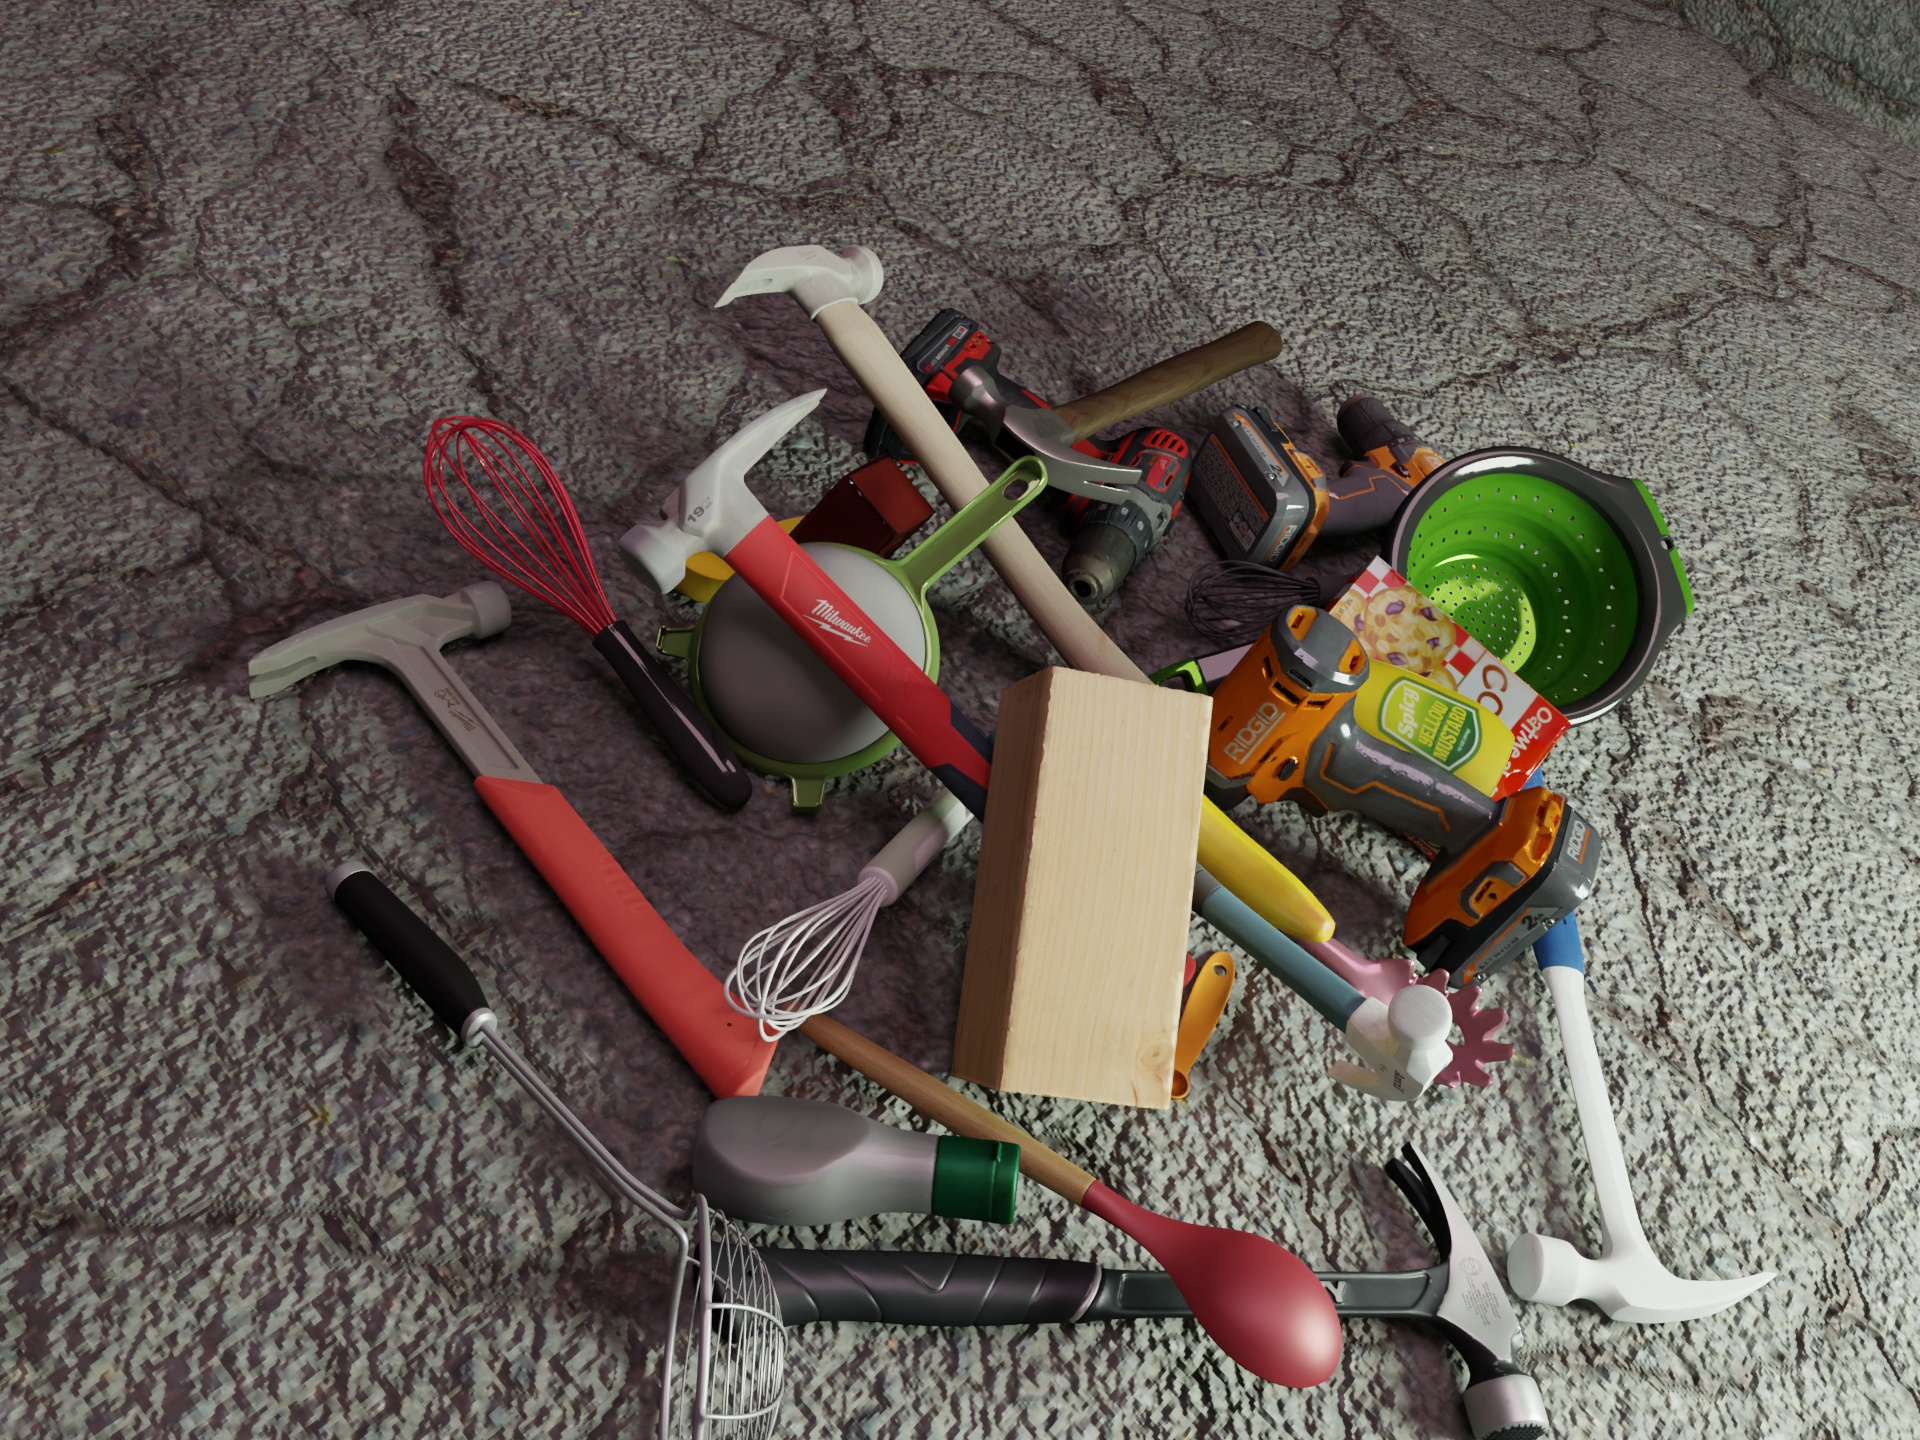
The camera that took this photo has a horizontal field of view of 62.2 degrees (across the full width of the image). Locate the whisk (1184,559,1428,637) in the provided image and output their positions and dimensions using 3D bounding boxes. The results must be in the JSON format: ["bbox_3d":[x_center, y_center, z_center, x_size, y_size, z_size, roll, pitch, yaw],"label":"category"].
[{"bbox_3d":[0.257,-0.091,1.153,0.239,0.055,0.055,-6,51,-31],"label":"whisk"}]

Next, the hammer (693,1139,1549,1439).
[{"bbox_3d":[0.078,0.268,0.760,0.408,0.036,0.149,6,46,-15],"label":"hammer"}]

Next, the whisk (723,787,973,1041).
[{"bbox_3d":[-0.047,0.092,0.844,0.059,0.057,0.246,8,26,23],"label":"whisk"}]

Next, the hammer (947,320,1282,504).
[{"bbox_3d":[0.141,-0.241,1.164,0.130,0.031,0.331,46,46,15],"label":"hammer"}]

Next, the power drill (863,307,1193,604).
[{"bbox_3d":[0.047,-0.184,1.139,0.226,0.080,0.188,29,45,3],"label":"power drill"}]

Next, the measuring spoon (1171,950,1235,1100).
[{"bbox_3d":[0.132,0.170,0.890,0.021,0.011,0.117,29,42,7],"label":"measuring spoon"}]

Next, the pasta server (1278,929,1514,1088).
[{"bbox_3d":[0.183,0.107,0.946,0.316,0.040,0.060,38,75,17],"label":"pasta server"}]

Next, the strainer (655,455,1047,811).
[{"bbox_3d":[-0.050,-0.079,0.924,0.256,0.069,0.152,-40,72,-7],"label":"strainer"}]

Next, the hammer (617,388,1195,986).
[{"bbox_3d":[-0.001,-0.003,0.874,0.386,0.038,0.143,46,74,-6],"label":"hammer"}]

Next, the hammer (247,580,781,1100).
[{"bbox_3d":[-0.222,0.064,0.834,0.149,0.036,0.359,-26,61,-36],"label":"hammer"}]

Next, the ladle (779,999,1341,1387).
[{"bbox_3d":[0.040,0.213,0.763,0.315,0.031,0.069,26,35,22],"label":"ladle"}]

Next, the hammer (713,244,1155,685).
[{"bbox_3d":[0.007,-0.133,1.011,0.411,0.038,0.146,54,36,5],"label":"hammer"}]

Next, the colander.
[{"bbox_3d":[0.307,-0.061,1.118,0.397,0.094,0.204,-16,80,-10],"label":"colander"}]

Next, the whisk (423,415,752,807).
[{"bbox_3d":[-0.216,-0.065,0.921,0.073,0.073,0.296,-32,78,-39],"label":"whisk"}]

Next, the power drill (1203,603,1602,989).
[{"bbox_3d":[0.238,0.054,0.941,0.226,0.164,0.084,37,41,3],"label":"power drill"}]

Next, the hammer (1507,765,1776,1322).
[{"bbox_3d":[0.372,0.165,0.965,0.144,0.035,0.406,13,46,-8],"label":"hammer"}]

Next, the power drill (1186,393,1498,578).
[{"bbox_3d":[0.287,-0.192,1.234,0.226,0.084,0.186,-2,49,-28],"label":"power drill"}]

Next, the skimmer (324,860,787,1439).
[{"bbox_3d":[-0.200,0.185,0.694,0.364,0.127,0.090,37,40,27],"label":"skimmer"}]

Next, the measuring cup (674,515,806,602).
[{"bbox_3d":[-0.131,-0.111,1.045,0.062,0.029,0.156,46,38,19],"label":"measuring cup"}]

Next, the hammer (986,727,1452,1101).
[{"bbox_3d":[0.132,0.093,0.891,0.033,0.128,0.331,-41,57,-16],"label":"hammer"}]
